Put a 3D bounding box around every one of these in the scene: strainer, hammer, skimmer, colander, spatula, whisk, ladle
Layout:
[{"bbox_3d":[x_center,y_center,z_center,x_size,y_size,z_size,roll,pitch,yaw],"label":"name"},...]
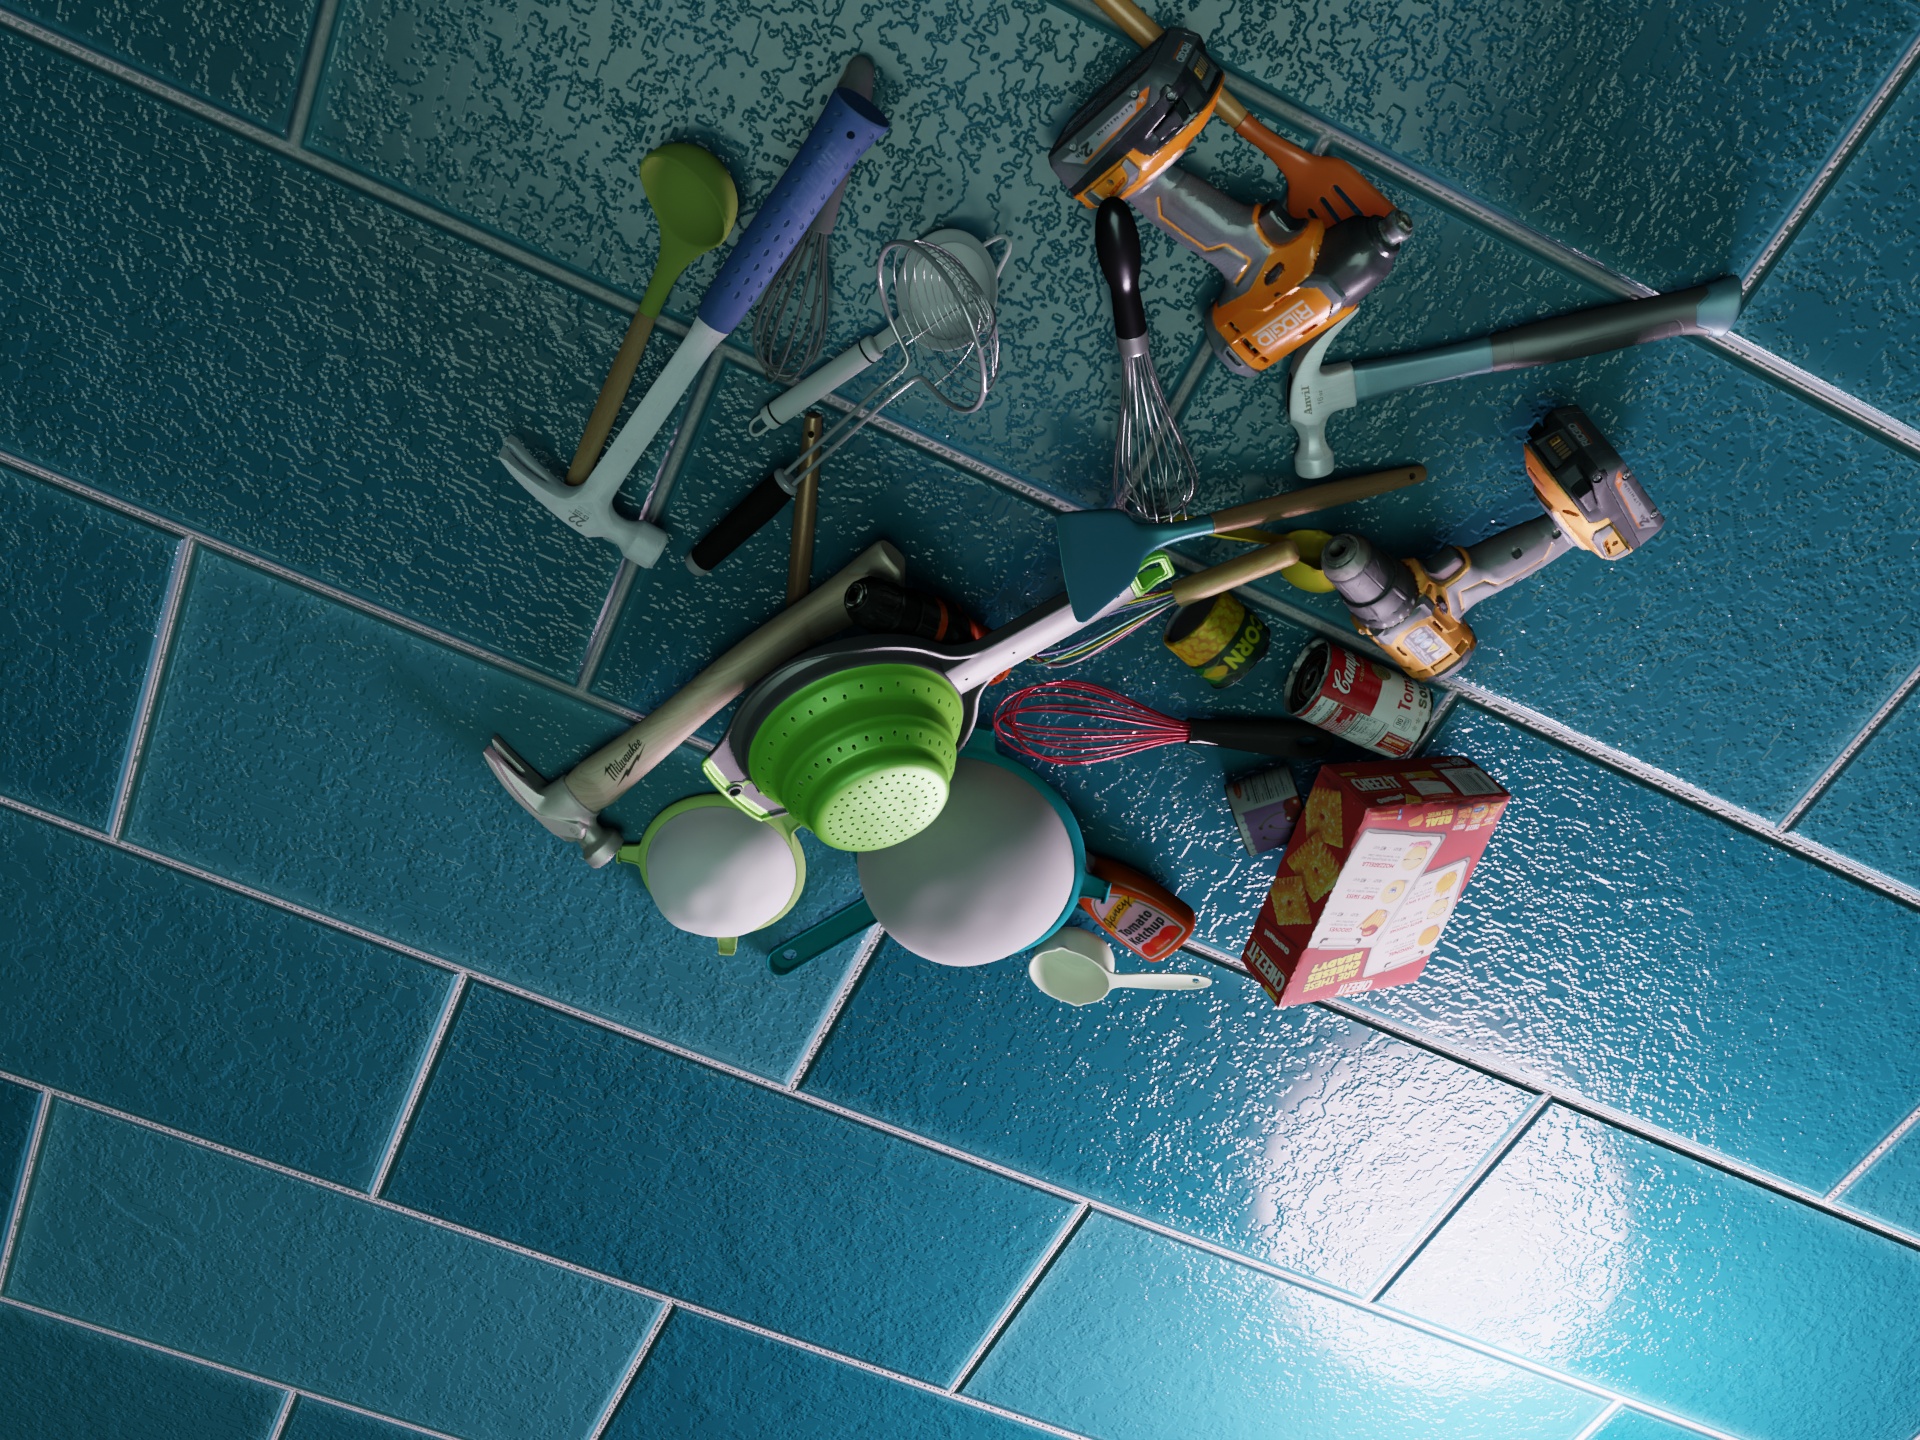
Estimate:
[{"bbox_3d":[-0.060,-0.283,1.189,0.258,0.050,0.087,-29,81,23],"label":"strainer"},{"bbox_3d":[-0.188,-0.280,1.139,0.144,0.035,0.405,30,125,-21],"label":"hammer"},{"bbox_3d":[-0.107,-0.207,1.166,0.363,0.090,0.127,-36,86,33],"label":"skimmer"},{"bbox_3d":[-0.175,0.116,1.395,0.256,0.069,0.151,-35,112,20],"label":"strainer"},{"bbox_3d":[-0.216,-0.029,1.322,0.410,0.038,0.146,-35,111,22],"label":"hammer"},{"bbox_3d":[-0.002,-0.004,1.222,0.397,0.095,0.204,-29,143,7],"label":"colander"},{"bbox_3d":[0.175,-0.428,1.101,0.322,0.041,0.081,36,139,-15],"label":"spatula"},{"bbox_3d":[-0.136,-0.101,1.304,0.060,0.018,0.315,9,120,0],"label":"spatula"},{"bbox_3d":[-0.054,0.163,1.387,0.340,0.095,0.211,-32,102,24],"label":"strainer"},{"bbox_3d":[0.151,-0.094,1.262,0.245,0.051,0.047,-20,108,26],"label":"whisk"},{"bbox_3d":[0.216,-0.151,1.197,0.317,0.044,0.082,-15,105,-13],"label":"spatula"},{"bbox_3d":[0.408,-0.275,1.185,0.331,0.033,0.128,-11,119,7],"label":"hammer"},{"bbox_3d":[-0.104,-0.356,1.146,0.055,0.055,0.239,16,114,-7],"label":"whisk"},{"bbox_3d":[0.129,-0.250,1.157,0.070,0.070,0.284,-10,133,7],"label":"whisk"},{"bbox_3d":[0.172,0.008,1.337,0.295,0.073,0.073,4,119,-9],"label":"whisk"},{"bbox_3d":[-0.250,-0.280,1.187,0.078,0.062,0.320,35,119,6],"label":"ladle"}]

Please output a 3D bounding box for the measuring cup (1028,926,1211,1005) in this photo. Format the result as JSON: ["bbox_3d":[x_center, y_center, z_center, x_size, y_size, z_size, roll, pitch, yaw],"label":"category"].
[{"bbox_3d":[0.146,0.221,1.441,0.167,0.038,0.083,0,132,19],"label":"measuring cup"}]

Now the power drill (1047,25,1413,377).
[{"bbox_3d":[0.190,-0.357,1.092,0.226,0.084,0.164,41,139,-20],"label":"power drill"}]

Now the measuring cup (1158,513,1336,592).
[{"bbox_3d":[0.232,-0.135,1.263,0.156,0.062,0.029,13,129,6],"label":"measuring cup"}]

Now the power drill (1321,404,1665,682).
[{"bbox_3d":[0.394,-0.137,1.208,0.226,0.084,0.185,-38,136,21],"label":"power drill"}]
